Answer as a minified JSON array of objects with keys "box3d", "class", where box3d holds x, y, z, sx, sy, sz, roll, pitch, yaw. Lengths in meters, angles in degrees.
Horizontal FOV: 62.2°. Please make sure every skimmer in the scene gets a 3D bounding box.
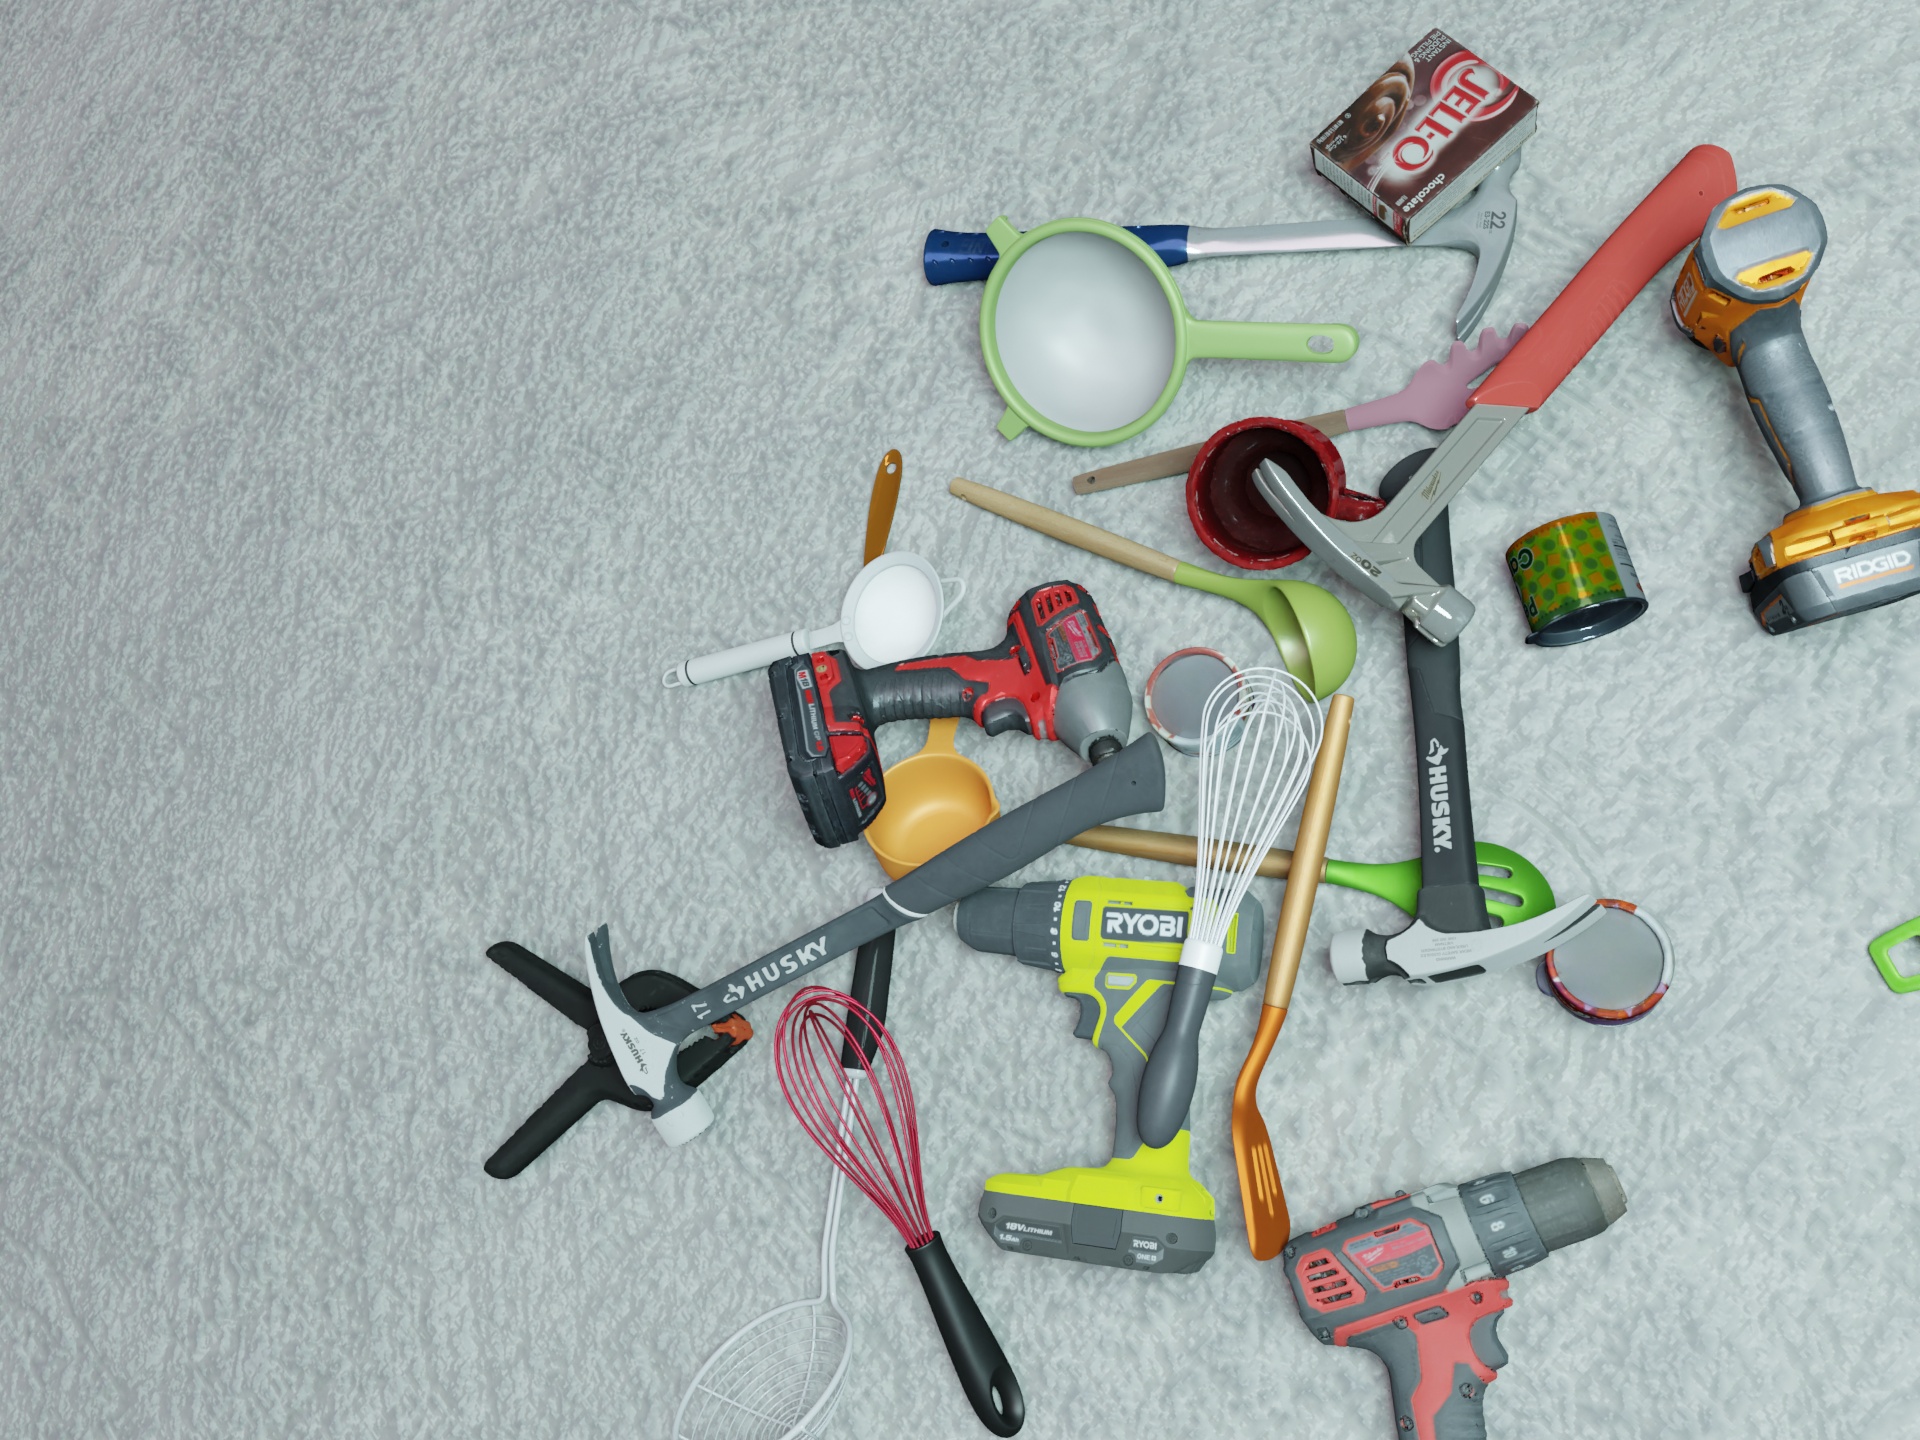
[{"box3d":[-0.100,0.280,1.002,0.127,0.090,0.363,-9,67,51],"class":"skimmer"}]

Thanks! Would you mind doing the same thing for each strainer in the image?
[{"box3d":[0.140,-0.259,1.049,0.256,0.069,0.151,9,118,25],"class":"strainer"},{"box3d":[-0.103,-0.058,1.120,0.258,0.050,0.087,-13,73,23],"class":"strainer"}]

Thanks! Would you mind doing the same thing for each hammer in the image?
[{"box3d":[-0.053,0.116,0.982,0.409,0.036,0.149,-30,93,14],"class":"hammer"},{"box3d":[0.336,-0.218,0.944,0.149,0.036,0.359,42,79,2],"class":"hammer"},{"box3d":[0.286,-0.013,0.937,0.146,0.035,0.335,-12,62,32],"class":"hammer"},{"box3d":[0.167,-0.323,1.092,0.405,0.035,0.144,3,77,21],"class":"hammer"}]

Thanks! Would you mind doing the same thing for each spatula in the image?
[{"box3d":[0.196,0.143,0.919,0.041,0.081,0.322,11,85,27],"class":"spatula"}]

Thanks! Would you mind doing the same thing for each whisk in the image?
[{"box3d":[0.145,0.104,0.911,0.070,0.070,0.285,13,79,23],"class":"whisk"},{"box3d":[-0.031,0.294,0.952,0.073,0.073,0.296,-25,90,13],"class":"whisk"}]

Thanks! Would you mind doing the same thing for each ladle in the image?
[{"box3d":[0.114,-0.098,1.043,0.320,0.078,0.062,26,62,29],"class":"ladle"}]

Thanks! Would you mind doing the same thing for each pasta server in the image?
[{"box3d":[0.223,-0.191,1.035,0.316,0.040,0.060,-11,83,19],"class":"pasta server"}]

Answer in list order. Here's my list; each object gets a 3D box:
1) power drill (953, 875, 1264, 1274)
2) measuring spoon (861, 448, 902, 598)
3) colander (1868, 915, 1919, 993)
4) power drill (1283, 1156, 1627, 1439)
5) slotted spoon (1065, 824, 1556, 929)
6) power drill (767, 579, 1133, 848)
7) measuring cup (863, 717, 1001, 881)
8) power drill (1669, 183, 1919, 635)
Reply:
[{"box3d":[0.079,0.206,0.964,0.190,0.080,0.229,2,74,20],"class":"power drill"},{"box3d":[-0.056,-0.141,1.142,0.021,0.011,0.117,3,74,23],"class":"measuring spoon"},{"box3d":[0.664,0.044,0.793,0.397,0.094,0.205,-33,67,29],"class":"colander"},{"box3d":[0.295,0.356,0.845,0.188,0.080,0.227,-24,66,13],"class":"power drill"},{"box3d":[0.199,0.090,0.976,0.314,0.031,0.070,7,72,23],"class":"slotted spoon"},{"box3d":[-0.002,-0.003,1.010,0.219,0.078,0.143,-16,49,-2],"class":"power drill"},{"box3d":[-0.010,0.037,1.061,0.095,0.052,0.174,-1,51,15],"class":"measuring cup"},{"box3d":[0.461,-0.167,0.890,0.084,0.164,0.226,-17,83,15],"class":"power drill"}]
